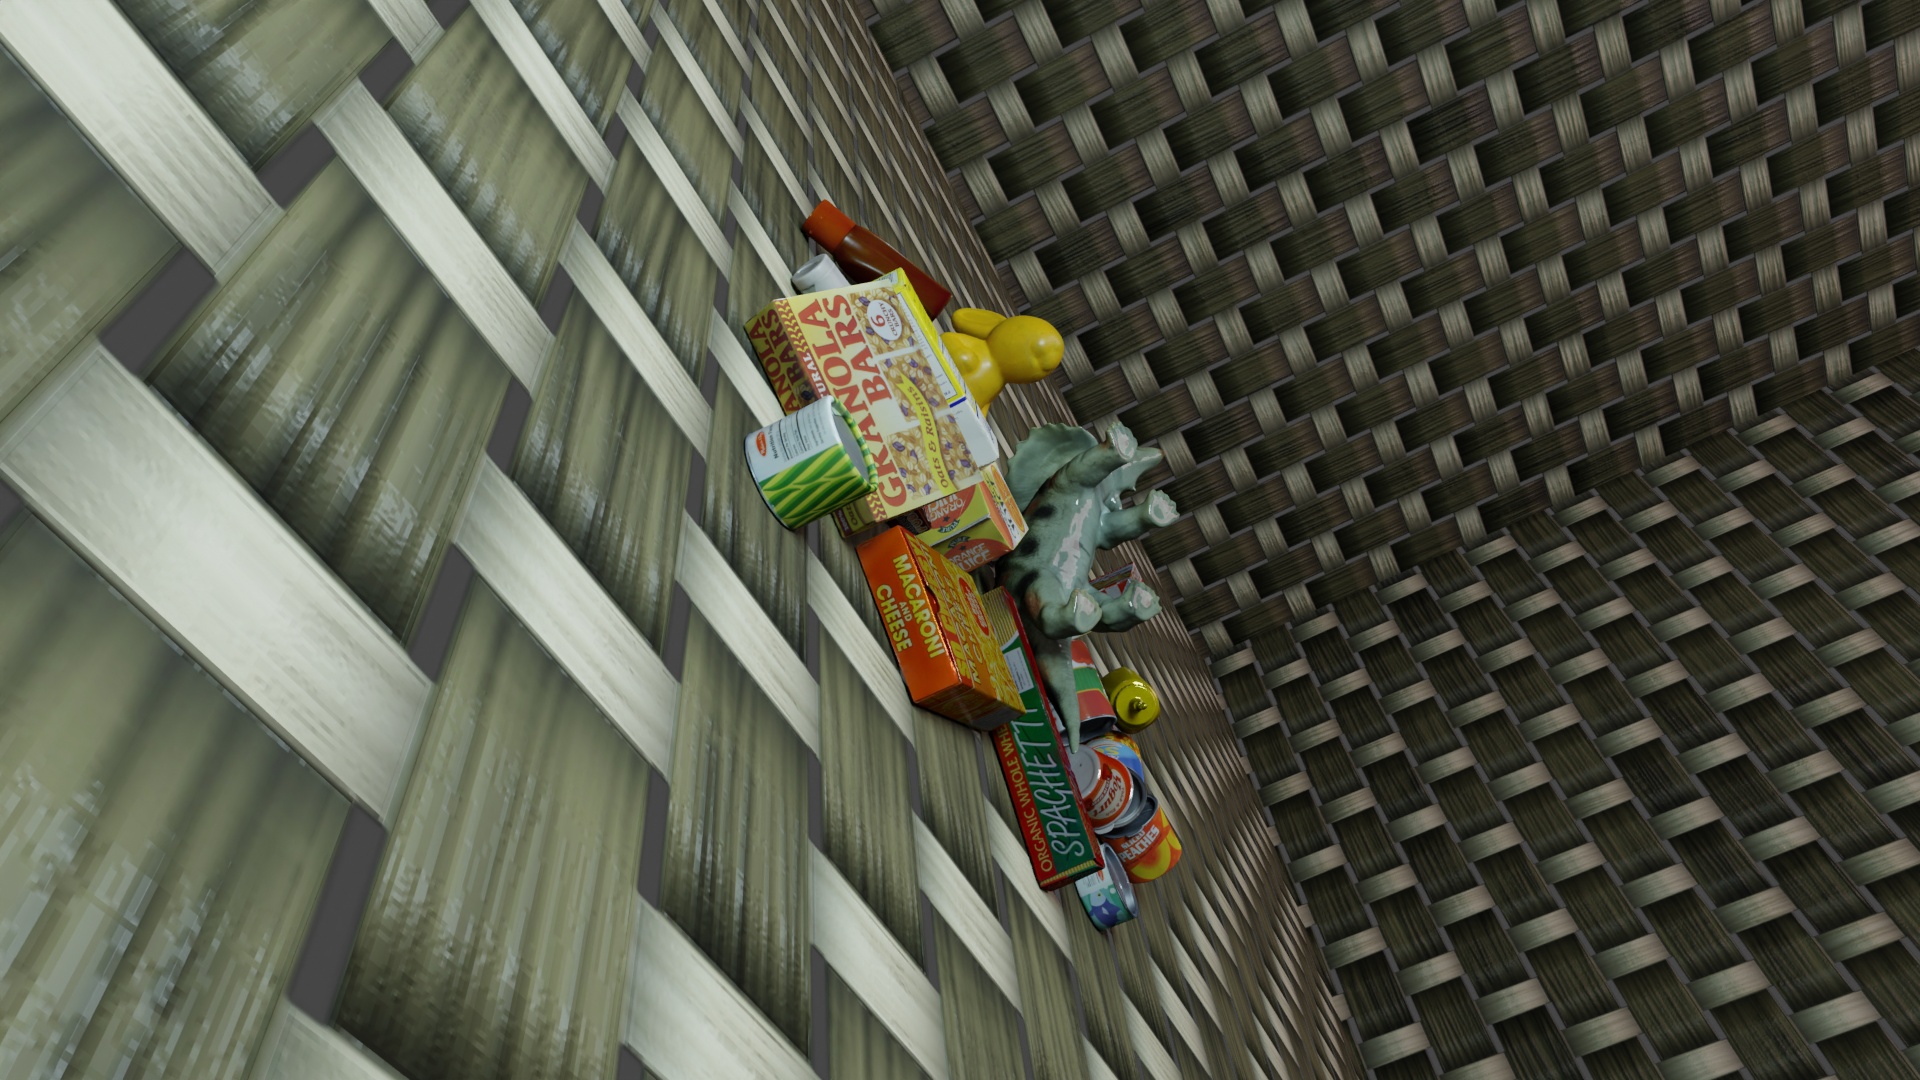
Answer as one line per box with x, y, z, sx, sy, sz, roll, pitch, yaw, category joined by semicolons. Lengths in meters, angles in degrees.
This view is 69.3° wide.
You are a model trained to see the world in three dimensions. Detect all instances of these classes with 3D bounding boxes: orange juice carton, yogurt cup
0.004;-0.015;1.199;0.073;0.072;0.193;64;10;-3;orange juice carton
0.110;0.213;1.215;0.054;0.072;0.073;42;23;-46;yogurt cup

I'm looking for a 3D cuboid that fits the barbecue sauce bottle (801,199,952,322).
-0.079;-0.256;1.294;0.148;0.044;0.064;38;-18;-8;barbecue sauce bottle

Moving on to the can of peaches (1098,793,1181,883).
0.171;0.287;1.332;0.058;0.071;0.071;63;10;-17;can of peaches

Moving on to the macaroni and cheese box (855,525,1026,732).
-0.011;0.068;1.018;0.124;0.040;0.166;68;11;20;macaroni and cheese box

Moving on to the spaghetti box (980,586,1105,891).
0.051;0.153;1.099;0.028;0.050;0.251;48;20;-55;spaghetti box

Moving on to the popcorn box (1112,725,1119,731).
0.128;0.176;1.453;0.126;0.038;0.085;62;11;-12;popcorn box

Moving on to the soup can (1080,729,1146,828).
0.140;0.225;1.330;0.071;0.071;0.084;63;10;-12;soup can

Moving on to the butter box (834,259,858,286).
-0.098;-0.245;1.362;0.053;0.024;0.104;54;15;-43;butter box

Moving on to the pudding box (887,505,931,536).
-0.050;-0.045;1.117;0.049;0.030;0.084;59;12;-36;pudding box

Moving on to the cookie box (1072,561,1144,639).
0.138;0.073;1.509;0.040;0.123;0.168;66;10;-1;cookie box

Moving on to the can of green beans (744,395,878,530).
-0.090;-0.048;0.848;0.071;0.058;0.071;61;11;-20;can of green beans

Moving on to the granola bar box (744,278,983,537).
-0.067;-0.096;0.984;0.125;0.039;0.165;-23;88;-49;granola bar box

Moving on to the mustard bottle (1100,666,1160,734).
0.167;0.159;1.367;0.065;0.049;0.160;56;-2;5;mustard bottle

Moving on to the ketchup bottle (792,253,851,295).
-0.083;-0.174;1.178;0.148;0.064;0.044;51;47;-25;ketchup bottle

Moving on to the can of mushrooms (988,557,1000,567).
0.035;-0.009;1.444;0.071;0.033;0.071;60;11;-20;can of mushrooms

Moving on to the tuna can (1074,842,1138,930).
0.122;0.292;1.166;0.071;0.033;0.071;61;11;-20;tuna can

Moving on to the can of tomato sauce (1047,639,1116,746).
0.106;0.146;1.329;0.071;0.071;0.083;45;22;-62;can of tomato sauce
